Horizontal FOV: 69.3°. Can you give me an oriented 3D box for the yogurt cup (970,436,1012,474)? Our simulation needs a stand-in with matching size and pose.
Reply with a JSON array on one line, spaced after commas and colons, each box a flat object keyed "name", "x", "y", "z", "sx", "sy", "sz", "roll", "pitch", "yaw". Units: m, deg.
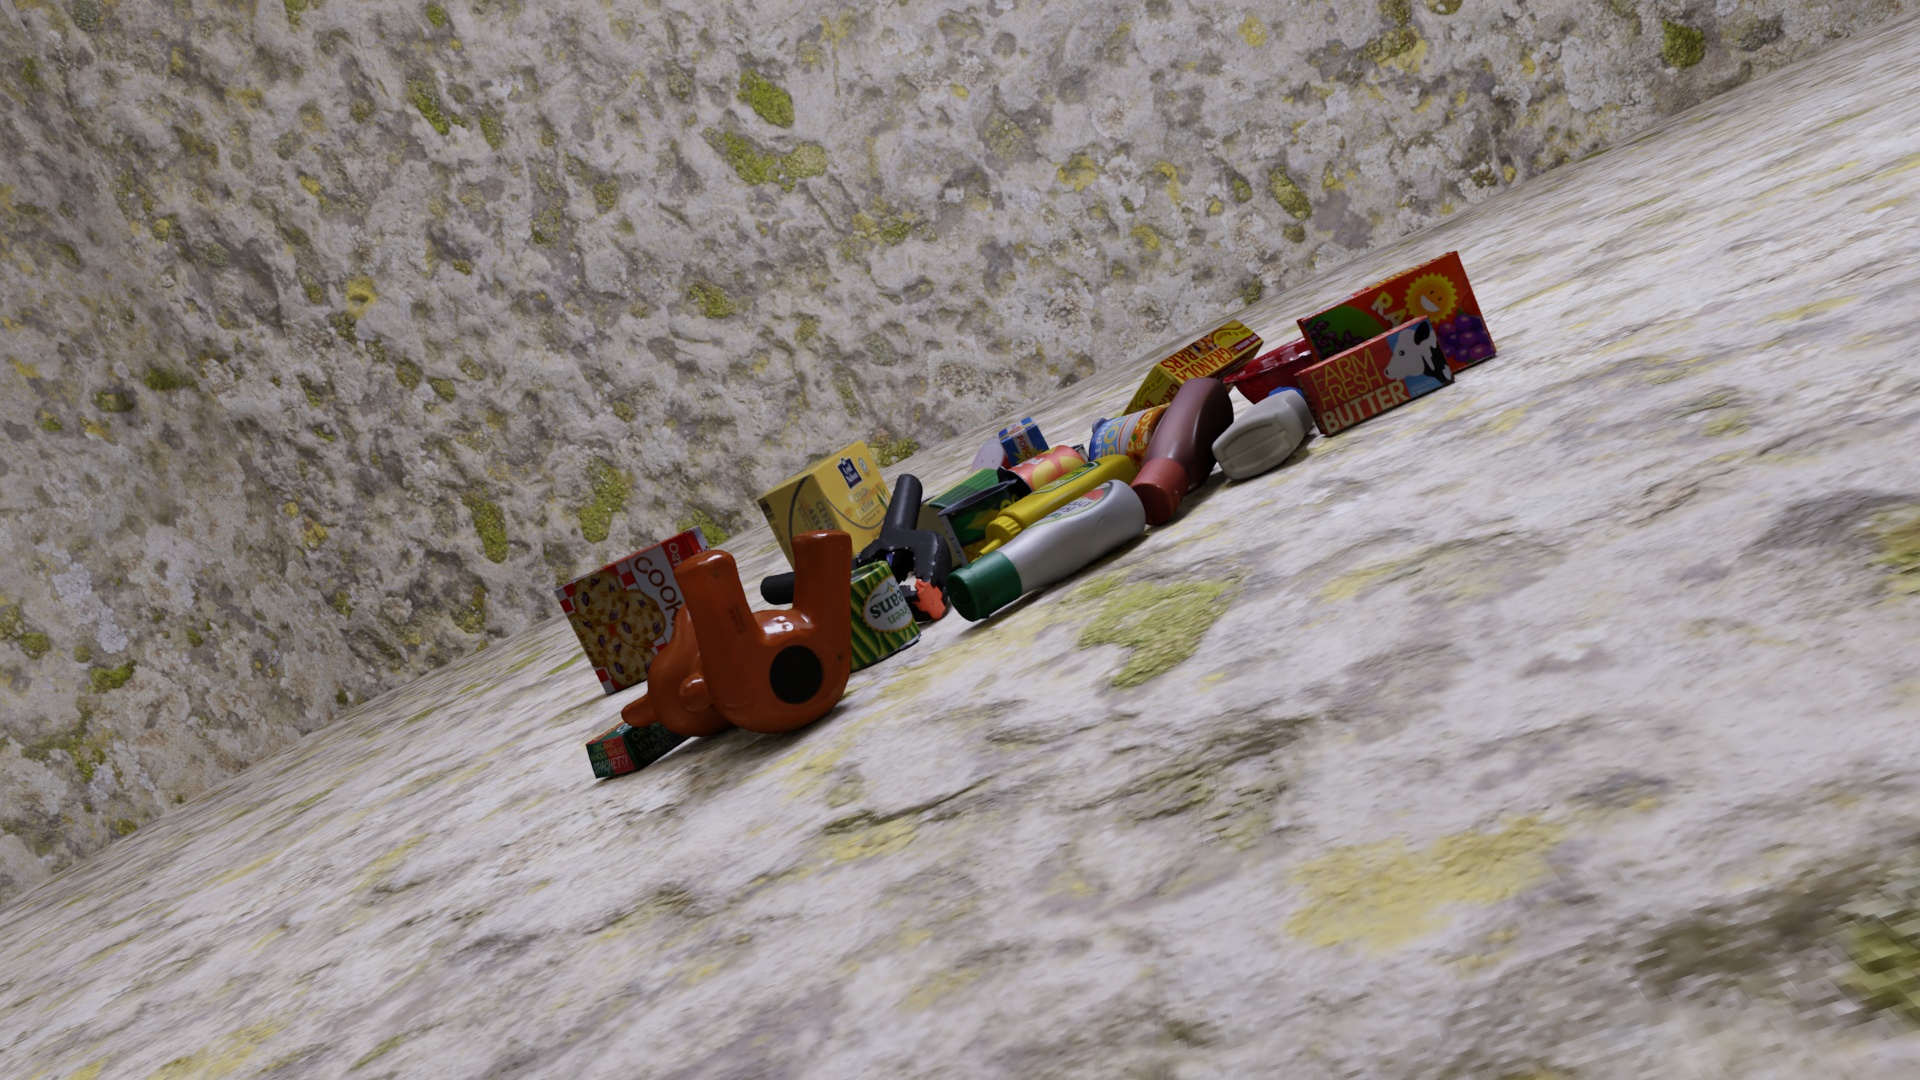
[{"name": "yogurt cup", "x": 0.047, "y": -0.069, "z": 1.387, "sx": 0.072, "sy": 0.054, "sz": 0.073, "roll": -38, "pitch": 39, "yaw": 39}]

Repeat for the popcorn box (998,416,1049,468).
[{"name": "popcorn box", "x": 0.070, "y": -0.067, "z": 1.293, "sx": 0.038, "sy": 0.085, "sz": 0.127, "roll": -25, "pitch": 7, "yaw": 4}]

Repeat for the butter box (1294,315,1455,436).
[{"name": "butter box", "x": 0.305, "y": -0.121, "z": 1.025, "sx": 0.103, "sy": 0.053, "sz": 0.024, "roll": -24, "pitch": 5, "yaw": 5}]

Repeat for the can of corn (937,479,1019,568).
[{"name": "can of corn", "x": 0.025, "y": -0.010, "z": 1.130, "sx": 0.071, "sy": 0.058, "sz": 0.071, "roll": -24, "pitch": 7, "yaw": 3}]

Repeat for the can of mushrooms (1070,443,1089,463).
[{"name": "can of mushrooms", "x": 0.102, "y": -0.071, "z": 1.431, "sx": 0.071, "sy": 0.033, "sz": 0.071, "roll": -24, "pitch": 7, "yaw": 3}]

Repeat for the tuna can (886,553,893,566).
[{"name": "tuna can", "x": -0.098, "y": 0.026, "z": 1.387, "sx": 0.071, "sy": 0.033, "sz": 0.071, "roll": -24, "pitch": 7, "yaw": 3}]

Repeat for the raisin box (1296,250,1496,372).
[{"name": "raisin box", "x": 0.332, "y": -0.157, "z": 1.062, "sx": 0.123, "sy": 0.086, "sz": 0.040, "roll": -24, "pitch": 5, "yaw": 9}]

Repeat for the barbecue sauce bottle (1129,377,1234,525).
[{"name": "barbecue sauce bottle", "x": 0.163, "y": -0.063, "z": 1.030, "sx": 0.043, "sy": 0.064, "sz": 0.149, "roll": 3, "pitch": 32, "yaw": 27}]

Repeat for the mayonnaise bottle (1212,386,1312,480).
[{"name": "mayonnaise bottle", "x": 0.237, "y": -0.086, "z": 1.055, "sx": 0.064, "sy": 0.041, "sz": 0.149, "roll": -28, "pitch": 3, "yaw": 28}]

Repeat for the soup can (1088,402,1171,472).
[{"name": "soup can", "x": 0.153, "y": -0.076, "z": 1.135, "sx": 0.071, "sy": 0.071, "sz": 0.083, "roll": -28, "pitch": 8, "yaw": -28}]

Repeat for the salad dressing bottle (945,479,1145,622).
[{"name": "salad dressing bottle", "x": 0.059, "y": 0.007, "z": 0.946, "sx": 0.148, "sy": 0.044, "sz": 0.064, "roll": -28, "pitch": 6, "yaw": -27}]

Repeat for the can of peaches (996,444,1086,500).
[{"name": "can of peaches", "x": 0.072, "y": -0.041, "z": 1.156, "sx": 0.058, "sy": 0.071, "sz": 0.071, "roll": -26, "pitch": 7, "yaw": -23}]

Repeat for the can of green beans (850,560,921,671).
[{"name": "can of green beans", "x": -0.070, "y": 0.054, "z": 0.983, "sx": 0.071, "sy": 0.057, "sz": 0.071, "roll": -24, "pitch": 7, "yaw": 3}]

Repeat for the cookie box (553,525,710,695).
[{"name": "cookie box", "x": -0.315, "y": 0.072, "z": 1.417, "sx": 0.167, "sy": 0.122, "sz": 0.040, "roll": -22, "pitch": 8, "yaw": 19}]

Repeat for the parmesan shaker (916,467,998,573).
[{"name": "parmesan shaker", "x": 0.004, "y": -0.015, "z": 1.229, "sx": 0.071, "sy": 0.071, "sz": 0.103, "roll": -20, "pitch": 9, "yaw": 34}]

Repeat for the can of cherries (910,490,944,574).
[{"name": "can of cherries", "x": -0.030, "y": -0.008, "z": 1.302, "sx": 0.071, "sy": 0.058, "sz": 0.071, "roll": -24, "pitch": 6, "yaw": 3}]

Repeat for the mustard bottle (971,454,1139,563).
[{"name": "mustard bottle", "x": 0.069, "y": -0.017, "z": 1.070, "sx": 0.161, "sy": 0.048, "sz": 0.065, "roll": -29, "pitch": 6, "yaw": -31}]

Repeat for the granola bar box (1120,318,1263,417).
[{"name": "granola bar box", "x": 0.198, "y": -0.125, "z": 1.258, "sx": 0.166, "sy": 0.039, "sz": 0.123, "roll": -33, "pitch": -21, "yaw": -49}]

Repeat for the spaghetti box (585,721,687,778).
[{"name": "spaghetti box", "x": -0.177, "y": 0.109, "z": 1.062, "sx": 0.050, "sy": 0.028, "sz": 0.251, "roll": -18, "pitch": 9, "yaw": 40}]
